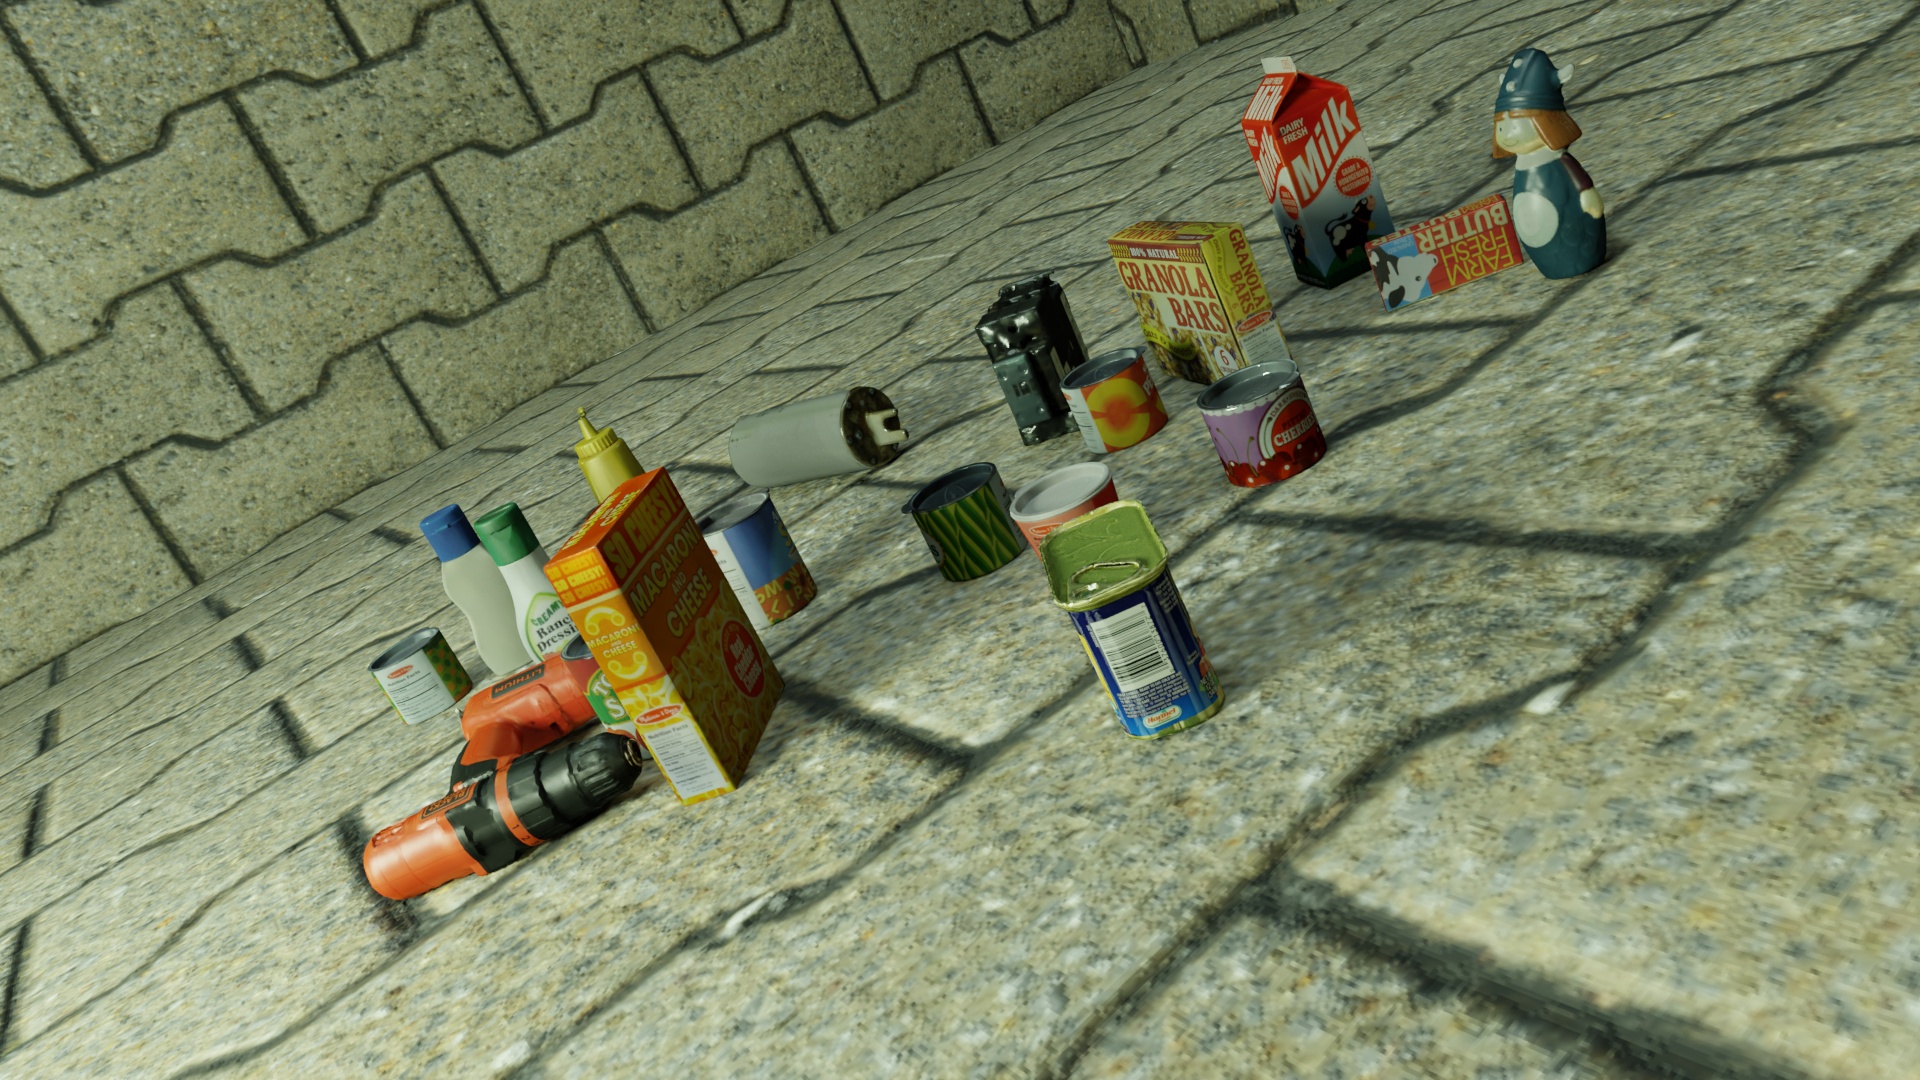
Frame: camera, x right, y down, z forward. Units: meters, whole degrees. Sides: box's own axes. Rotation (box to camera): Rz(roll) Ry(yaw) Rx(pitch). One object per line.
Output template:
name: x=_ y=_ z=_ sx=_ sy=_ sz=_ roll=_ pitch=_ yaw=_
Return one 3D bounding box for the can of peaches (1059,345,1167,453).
can of peaches: x=0.119 y=-0.107 z=1.052 sx=0.071 sy=0.058 sz=0.071 roll=-23 pitch=19 yaw=9

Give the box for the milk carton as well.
milk carton: x=0.298 y=-0.316 z=1.170 sx=0.073 sy=0.190 sz=0.072 roll=-26 pitch=19 yaw=-1

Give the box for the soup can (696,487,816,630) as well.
soup can: x=-0.152 y=0.014 z=1.036 sx=0.071 sy=0.083 sz=0.071 roll=-23 pitch=19 yaw=9

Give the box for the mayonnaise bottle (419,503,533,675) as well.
mayonnaise bottle: x=-0.407 y=0.040 z=1.188 sx=0.065 sy=0.147 sz=0.041 roll=-28 pitch=19 yaw=-8

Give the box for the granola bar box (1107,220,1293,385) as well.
granola bar box: x=0.182 y=-0.182 z=1.068 sx=0.039 sy=0.124 sz=0.166 roll=-29 pitch=19 yaw=-10

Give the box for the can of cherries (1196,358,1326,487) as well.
can of cherries: x=0.192 y=-0.074 z=0.876 sx=0.071 sy=0.058 sz=0.072 roll=-23 pitch=19 yaw=9

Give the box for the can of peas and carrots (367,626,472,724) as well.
can of peas and carrots: x=-0.464 y=0.116 z=1.198 sx=0.071 sy=0.058 sz=0.071 roll=-23 pitch=19 yaw=9

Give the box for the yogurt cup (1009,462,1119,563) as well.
yogurt cup: x=0.072 y=-0.010 z=0.867 sx=0.072 sy=0.053 sz=0.072 roll=-23 pitch=19 yaw=9

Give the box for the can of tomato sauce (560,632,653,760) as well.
can of tomato sauce: x=-0.210 y=0.093 z=0.906 sx=0.071 sy=0.083 sz=0.071 roll=-23 pitch=19 yaw=9

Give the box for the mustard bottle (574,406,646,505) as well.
mustard bottle: x=-0.322 y=-0.055 z=1.307 sx=0.049 sy=0.159 sz=0.065 roll=-25 pitch=19 yaw=3

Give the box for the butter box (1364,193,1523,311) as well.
butter box: x=0.361 y=-0.215 z=1.038 sx=0.103 sy=0.053 sz=0.024 roll=-19 pitch=20 yaw=18

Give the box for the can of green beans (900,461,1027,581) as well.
can of green beans: x=0.006 y=-0.013 z=0.950 sx=0.071 sy=0.057 sz=0.071 roll=-23 pitch=19 yaw=9

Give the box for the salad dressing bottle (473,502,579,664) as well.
salad dressing bottle: x=-0.326 y=0.042 z=1.084 sx=0.064 sy=0.147 sz=0.044 roll=-29 pitch=19 yaw=-8

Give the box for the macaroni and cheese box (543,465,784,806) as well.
macaroni and cheese box: x=-0.172 y=0.055 z=0.831 sx=0.040 sy=0.166 sz=0.124 roll=-20 pitch=20 yaw=15
